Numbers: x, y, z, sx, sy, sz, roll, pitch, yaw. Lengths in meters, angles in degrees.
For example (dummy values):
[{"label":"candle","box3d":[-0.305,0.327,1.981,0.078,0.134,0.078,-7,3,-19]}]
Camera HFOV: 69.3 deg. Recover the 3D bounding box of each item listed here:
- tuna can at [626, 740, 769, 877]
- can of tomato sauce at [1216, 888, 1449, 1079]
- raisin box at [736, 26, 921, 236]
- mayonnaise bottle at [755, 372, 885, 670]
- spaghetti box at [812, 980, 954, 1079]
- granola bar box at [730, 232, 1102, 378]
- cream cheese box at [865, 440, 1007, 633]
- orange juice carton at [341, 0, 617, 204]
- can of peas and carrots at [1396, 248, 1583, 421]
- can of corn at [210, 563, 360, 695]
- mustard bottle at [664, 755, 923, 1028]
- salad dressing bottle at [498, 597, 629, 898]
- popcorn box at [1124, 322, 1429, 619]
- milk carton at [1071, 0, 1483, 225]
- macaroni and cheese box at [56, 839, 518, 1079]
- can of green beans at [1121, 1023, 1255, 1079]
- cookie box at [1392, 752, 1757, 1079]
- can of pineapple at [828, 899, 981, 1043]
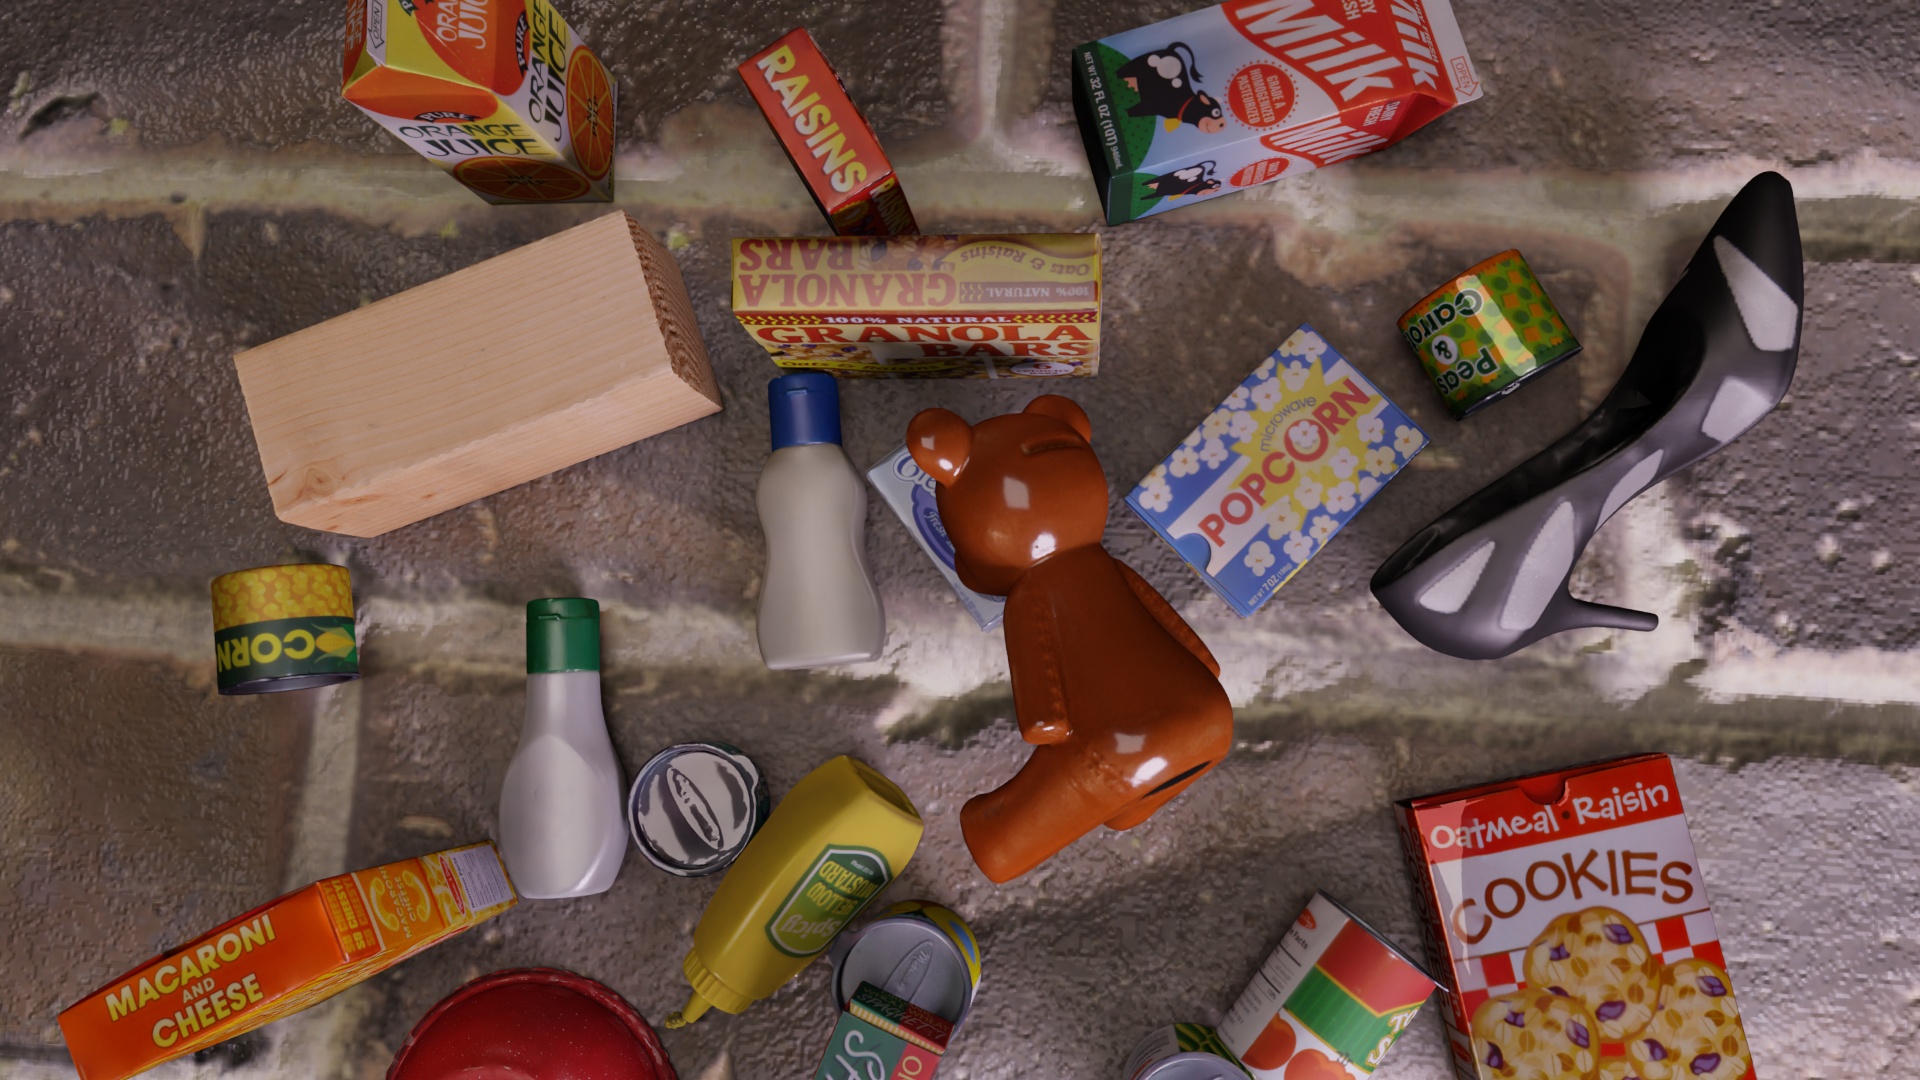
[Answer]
[{"label":"tuna can","box3d":[-0.129,0.132,0.699,0.071,0.033,0.071,-1,83,5]},{"label":"can of tomato sauce","box3d":[0.171,0.217,0.643,0.071,0.071,0.083,37,89,8]},{"label":"raisin box","box3d":[-0.059,-0.184,0.685,0.040,0.123,0.086,-31,81,2]},{"label":"mayonnaise bottle","box3d":[-0.075,-0.010,0.708,0.065,0.041,0.148,-6,82,4]},{"label":"spaghetti box","box3d":[-0.071,0.319,0.639,0.050,0.029,0.249,24,103,7]},{"label":"granola bar box","box3d":[-0.015,-0.109,0.671,0.165,0.124,0.039,0,83,6]},{"label":"cream cheese box","box3d":[0.003,-0.009,0.707,0.053,0.024,0.104,-37,81,-1]},{"label":"orange juice carton","box3d":[-0.235,-0.228,0.672,0.073,0.192,0.072,0,85,7]},{"label":"can of peas and carrots","box3d":[0.253,-0.098,0.672,0.071,0.071,0.059,-29,81,2]},{"label":"can of corn","box3d":[-0.347,0.046,0.711,0.071,0.071,0.058,-10,82,4]},{"label":"mustard bottle","box3d":[-0.088,0.180,0.675,0.160,0.065,0.049,-50,38,2]},{"label":"salad dressing bottle","box3d":[-0.201,0.104,0.705,0.064,0.044,0.148,-4,82,7]},{"label":"popcorn box","box3d":[0.155,-0.034,0.689,0.127,0.038,0.085,-44,83,-1]},{"label":"milk carton","box3d":[0.157,-0.226,0.694,0.190,0.073,0.072,-16,82,3]},{"label":"macaroni and cheese box","box3d":[-0.299,0.189,0.641,0.124,0.166,0.040,-27,81,2]},{"label":"can of green beans","box3d":[0.108,0.265,0.648,0.071,0.058,0.071,-1,83,6]},{"label":"cookie box","box3d":[0.284,0.191,0.644,0.123,0.040,0.167,-11,82,-1]},{"label":"can of pineapple","box3d":[-0.026,0.208,0.668,0.071,0.058,0.071,-1,83,5]}]
